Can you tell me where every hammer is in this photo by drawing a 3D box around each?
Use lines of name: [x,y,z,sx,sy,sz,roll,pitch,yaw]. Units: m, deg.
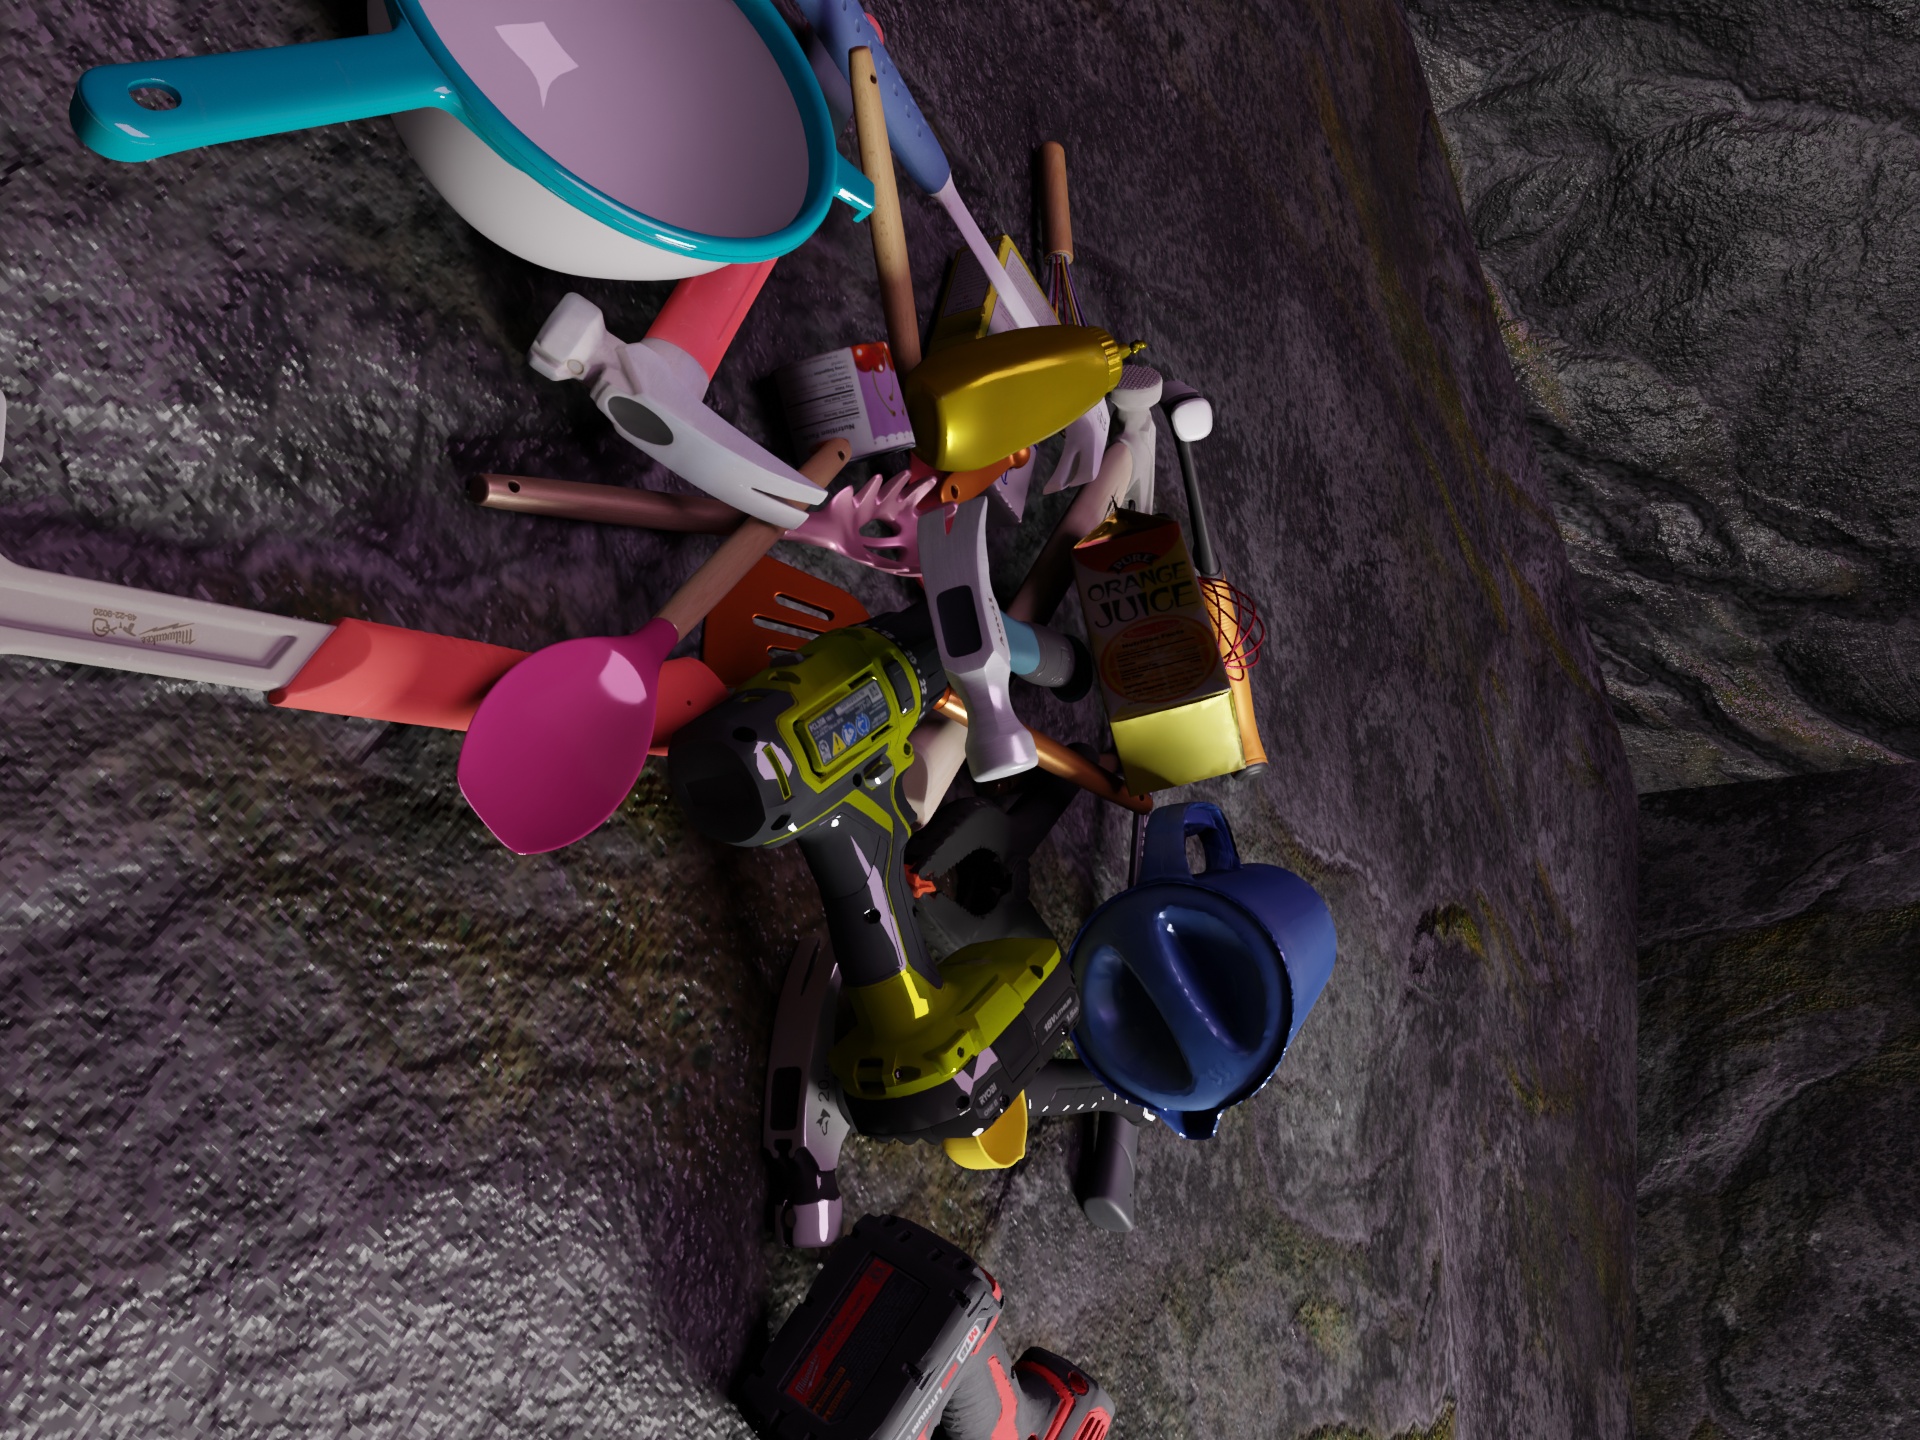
hammer: [-0.209,-0.008,0.589,0.358,0.037,0.149,13,71,-57]
hammer: [0.034,-0.036,0.831,0.331,0.033,0.128,5,70,-78]
hammer: [-0.008,-0.296,0.905,0.405,0.035,0.144,49,37,-43]
hammer: [0.202,-0.107,1.287,0.127,0.034,0.336,-107,-178,-69]
hammer: [0.049,-0.069,1.022,0.411,0.038,0.146,-57,154,-43]
hammer: [0.119,0.134,1.083,0.149,0.036,0.409,38,54,-55]
hammer: [0.019,0.199,0.881,0.334,0.035,0.146,14,69,-50]
hammer: [-0.088,-0.261,0.828,0.143,0.038,0.387,33,46,-18]

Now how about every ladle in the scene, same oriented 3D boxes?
ladle: [-0.031,-0.208,0.884,0.069,0.031,0.315,-50,140,-46]

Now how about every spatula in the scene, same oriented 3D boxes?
spatula: [-0.001,-0.003,0.871,0.322,0.041,0.081,28,56,-40]
spatula: [0.094,0.030,1.107,0.316,0.018,0.060,-7,92,-61]

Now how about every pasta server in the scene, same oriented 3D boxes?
pasta server: [-0.103,-0.101,0.779,0.316,0.040,0.060,-2,73,-55]

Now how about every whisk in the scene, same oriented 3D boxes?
whisk: [0.165,-0.095,1.145,0.296,0.073,0.073,-94,161,-65]
whisk: [0.070,-0.314,1.155,0.047,0.051,0.245,60,25,-68]

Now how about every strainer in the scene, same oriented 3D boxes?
strainer: [-0.194,-0.233,0.621,0.211,0.095,0.340,55,41,-3]

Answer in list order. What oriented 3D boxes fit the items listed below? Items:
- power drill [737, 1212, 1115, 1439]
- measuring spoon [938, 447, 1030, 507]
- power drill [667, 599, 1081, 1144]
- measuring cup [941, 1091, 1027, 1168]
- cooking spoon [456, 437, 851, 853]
power drill: [-0.008,0.348,0.770,0.143,0.079,0.219,-52,135,-23]
measuring spoon: [0.016,-0.148,0.950,0.117,0.011,0.021,-41,121,-55]
power drill: [-0.025,0.064,0.759,0.190,0.080,0.228,-37,111,-49]
measuring cup: [0.023,0.176,0.850,0.062,0.029,0.157,64,27,-19]
cooking spoon: [-0.118,-0.051,0.699,0.068,0.017,0.319,56,37,-19]
